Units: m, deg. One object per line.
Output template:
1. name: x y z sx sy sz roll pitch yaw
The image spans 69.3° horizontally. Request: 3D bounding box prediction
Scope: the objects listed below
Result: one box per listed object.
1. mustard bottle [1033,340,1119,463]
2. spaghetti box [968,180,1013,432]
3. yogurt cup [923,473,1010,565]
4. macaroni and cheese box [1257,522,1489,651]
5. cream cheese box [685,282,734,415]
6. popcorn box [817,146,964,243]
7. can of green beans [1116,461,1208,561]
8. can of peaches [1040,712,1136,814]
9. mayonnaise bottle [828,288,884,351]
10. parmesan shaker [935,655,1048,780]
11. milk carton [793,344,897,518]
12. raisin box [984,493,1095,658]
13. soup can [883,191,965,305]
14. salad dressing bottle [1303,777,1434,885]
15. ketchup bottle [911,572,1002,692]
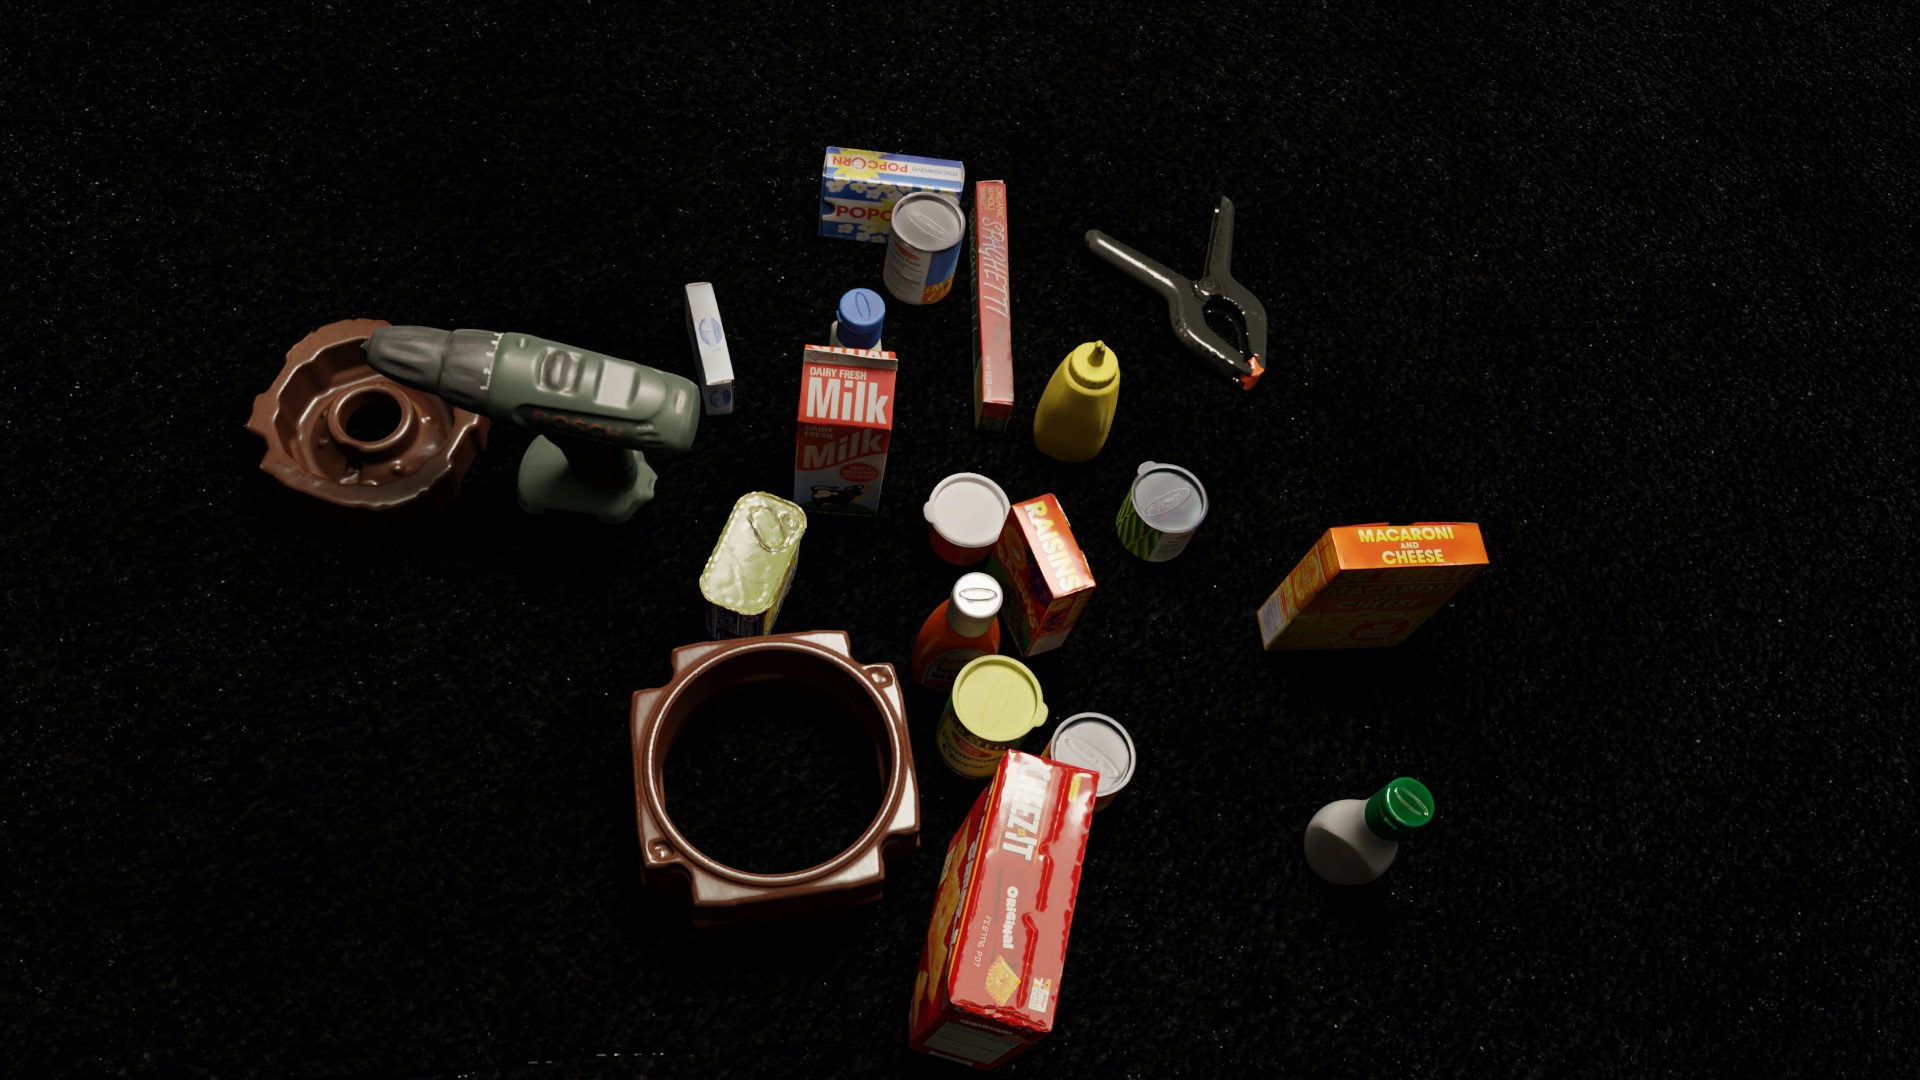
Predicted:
1. mustard bottle: 0.103 -0.123 1.166 0.065 0.159 0.049 17 62 -1
2. spaghetti box: 0.027 -0.217 1.264 0.029 0.050 0.251 3 63 -8
3. yogurt cup: 0.004 -0.014 1.154 0.072 0.053 0.072 4 63 -8
4. macaroni and cheese box: 0.326 0.039 1.117 0.124 0.165 0.040 -2 64 -10
5. cream cheese box: -0.216 -0.164 1.194 0.024 0.053 0.104 -10 65 -14
6. popcorn box: -0.065 -0.314 1.279 0.127 0.084 0.038 5 63 -7
7. can of green beans: 0.171 -0.023 1.184 0.071 0.057 0.071 4 63 -8
8. can of peaches: 0.094 0.175 1.069 0.071 0.057 0.071 4 63 -8
9. mayonnaise bottle: -0.087 -0.151 1.156 0.041 0.147 0.065 -11 66 -15
10. parmesan shaker: 0.022 0.137 1.050 0.071 0.102 0.071 4 63 -8
11. milk carton: -0.093 -0.094 1.101 0.072 0.189 0.074 5 63 -7
12. raisin box: 0.062 0.030 1.101 0.040 0.122 0.086 -16 67 -17
13. soup can: -0.032 -0.265 1.260 0.071 0.083 0.071 4 63 -8
14. salad dressing bottle: 0.303 0.215 1.032 0.064 0.147 0.044 43 65 12
15. ketchup bottle: 0.001 0.070 1.056 0.065 0.148 0.044 1 63 -9
